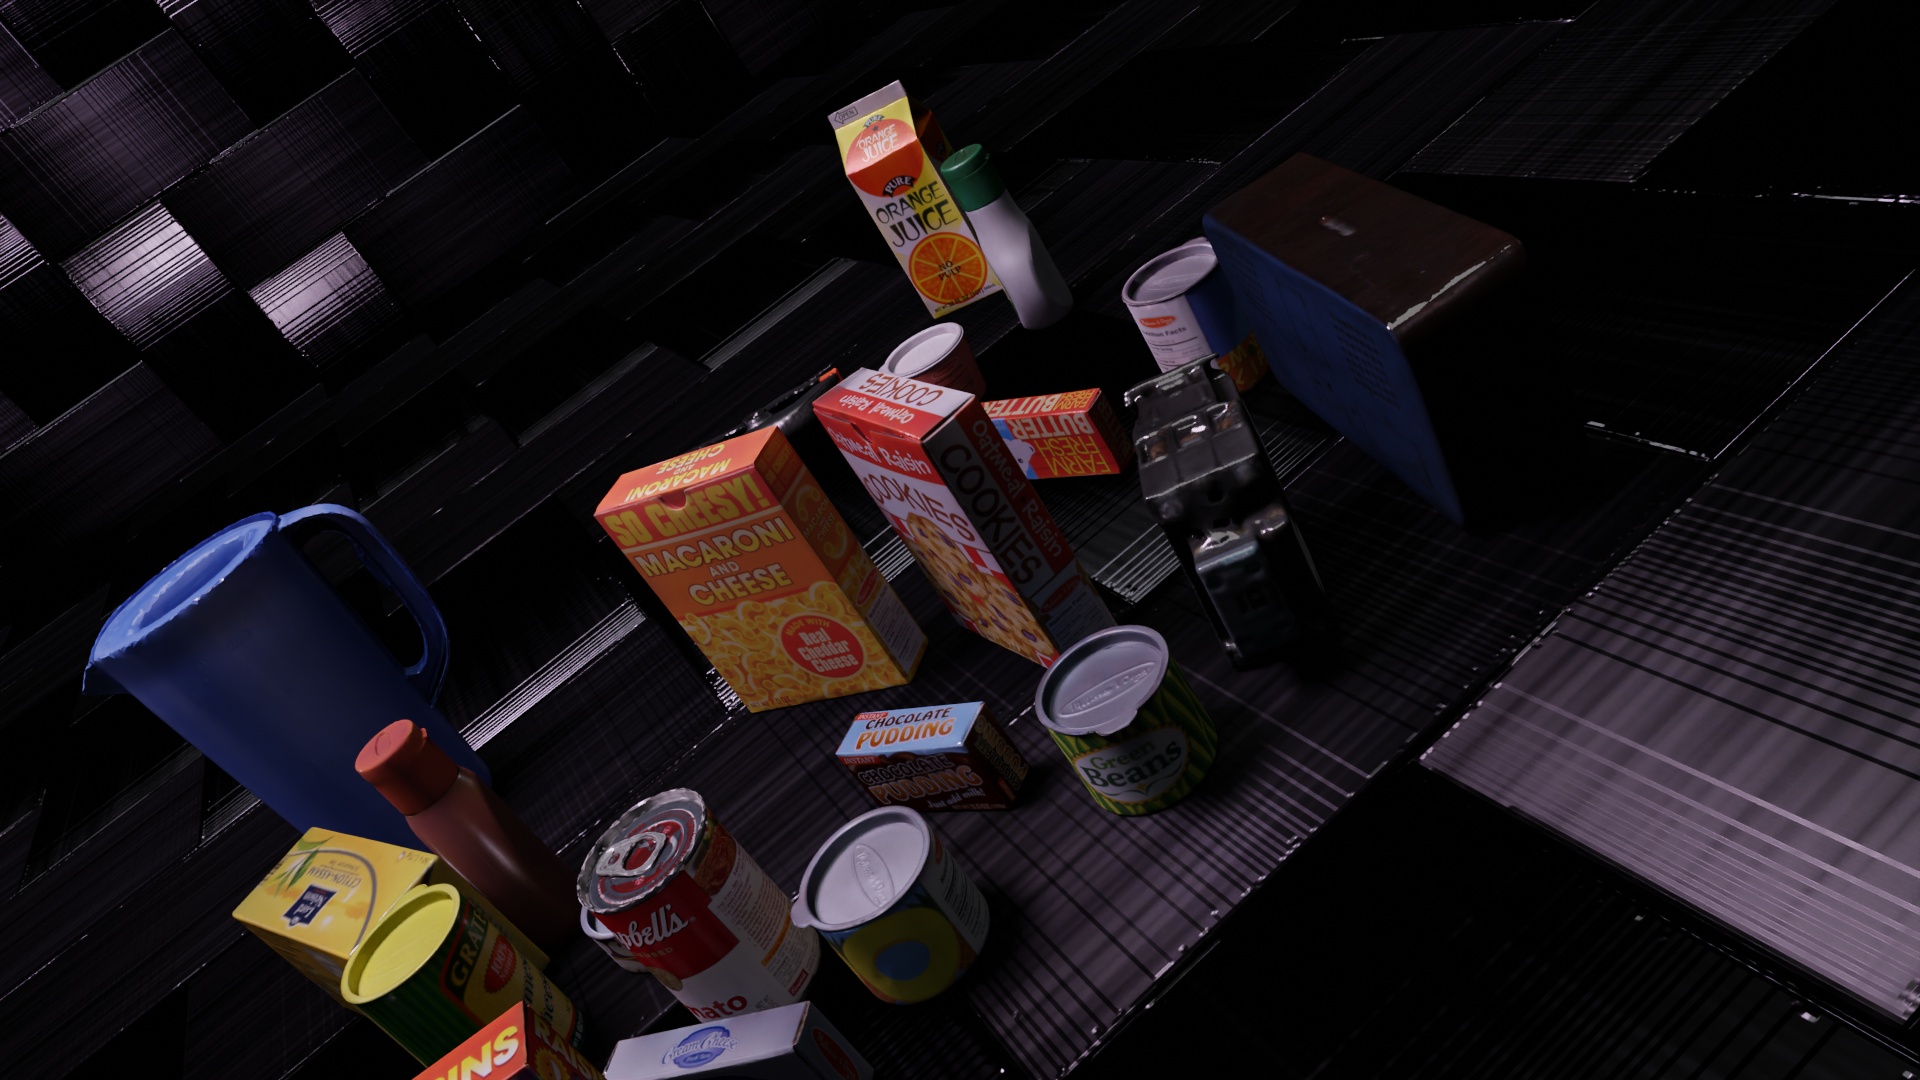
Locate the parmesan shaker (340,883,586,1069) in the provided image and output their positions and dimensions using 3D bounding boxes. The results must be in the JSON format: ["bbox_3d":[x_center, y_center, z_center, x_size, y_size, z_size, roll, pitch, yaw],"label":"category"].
[{"bbox_3d":[-0.240,0.225,0.681,0.071,0.102,0.072,-25,29,15],"label":"parmesan shaker"}]

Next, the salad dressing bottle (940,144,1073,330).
[{"bbox_3d":[0.036,-0.234,1.073,0.044,0.147,0.064,-22,30,21],"label":"salad dressing bottle"}]

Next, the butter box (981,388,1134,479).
[{"bbox_3d":[0.057,-0.066,0.888,0.103,0.053,0.024,-2,41,44],"label":"butter box"}]

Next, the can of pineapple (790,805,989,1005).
[{"bbox_3d":[-0.030,0.162,0.614,0.071,0.057,0.071,-25,29,15],"label":"can of pineapple"}]

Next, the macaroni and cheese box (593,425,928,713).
[{"bbox_3d":[-0.113,0.023,0.802,0.123,0.166,0.040,-15,33,31],"label":"macaroni and cheese box"}]

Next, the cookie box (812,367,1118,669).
[{"bbox_3d":[0.003,-0.009,0.733,0.040,0.167,0.123,-42,29,-16],"label":"cookie box"}]

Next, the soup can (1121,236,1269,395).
[{"bbox_3d":[0.150,-0.136,0.870,0.071,0.083,0.072,-25,29,15],"label":"soup can"}]

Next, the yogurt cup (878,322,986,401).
[{"bbox_3d":[-0.016,-0.125,1.054,0.072,0.053,0.073,-25,29,15],"label":"yogurt cup"}]

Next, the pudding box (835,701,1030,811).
[{"bbox_3d":[-0.014,0.108,0.690,0.083,0.049,0.030,-10,36,37],"label":"pudding box"}]

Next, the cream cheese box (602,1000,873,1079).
[{"bbox_3d":[-0.094,0.226,0.583,0.103,0.053,0.024,-20,31,24],"label":"cream cheese box"}]

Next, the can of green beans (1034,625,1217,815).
[{"bbox_3d":[0.076,0.082,0.631,0.071,0.057,0.071,-25,29,15],"label":"can of green beans"}]

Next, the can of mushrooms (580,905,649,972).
[{"bbox_3d":[-0.160,0.189,0.729,0.071,0.033,0.071,-25,29,15],"label":"can of mushrooms"}]

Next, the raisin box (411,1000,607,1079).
[{"bbox_3d":[-0.167,0.251,0.544,0.086,0.123,0.040,-35,28,-3],"label":"raisin box"}]

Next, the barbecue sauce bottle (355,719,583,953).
[{"bbox_3d":[-0.266,0.160,0.761,0.044,0.148,0.065,-39,28,-10],"label":"barbecue sauce bottle"}]

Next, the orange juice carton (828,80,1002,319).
[{"bbox_3d":[-0.035,-0.297,1.196,0.071,0.192,0.073,-21,30,22],"label":"orange juice carton"}]
